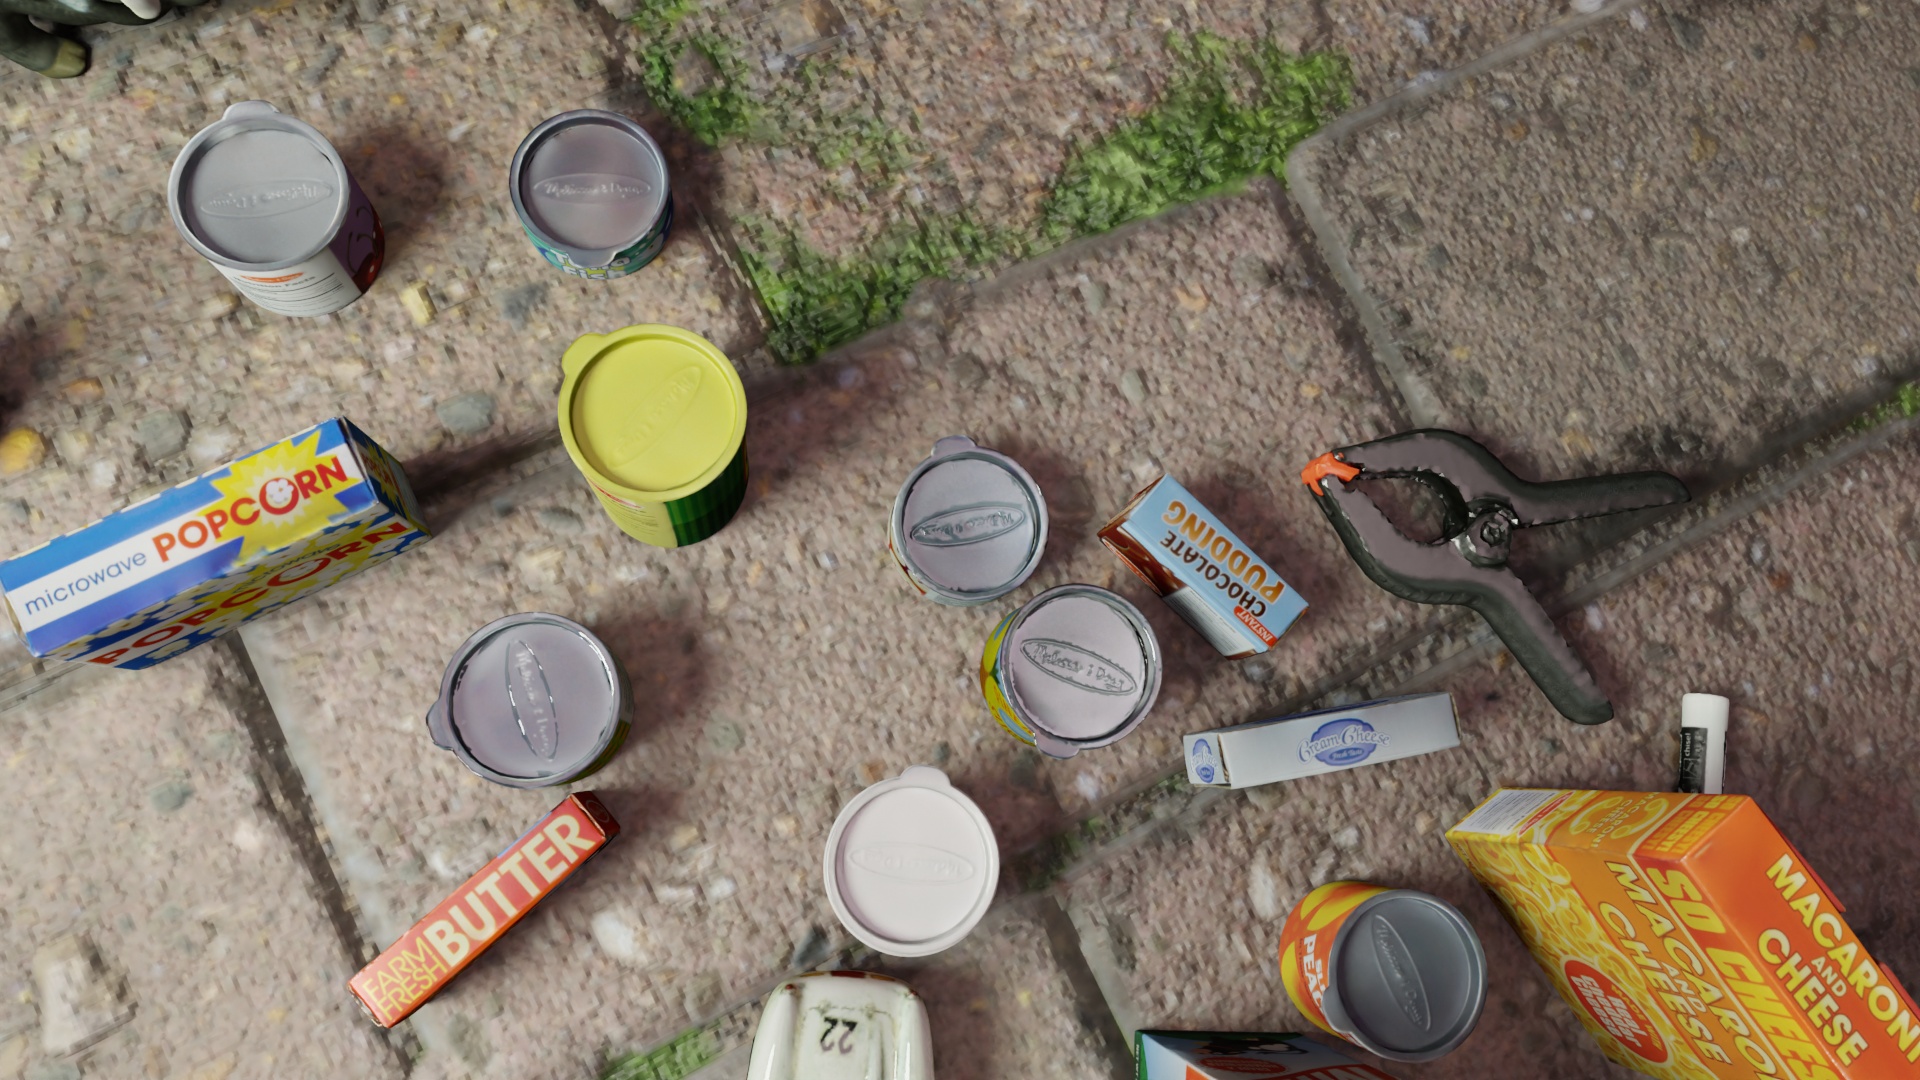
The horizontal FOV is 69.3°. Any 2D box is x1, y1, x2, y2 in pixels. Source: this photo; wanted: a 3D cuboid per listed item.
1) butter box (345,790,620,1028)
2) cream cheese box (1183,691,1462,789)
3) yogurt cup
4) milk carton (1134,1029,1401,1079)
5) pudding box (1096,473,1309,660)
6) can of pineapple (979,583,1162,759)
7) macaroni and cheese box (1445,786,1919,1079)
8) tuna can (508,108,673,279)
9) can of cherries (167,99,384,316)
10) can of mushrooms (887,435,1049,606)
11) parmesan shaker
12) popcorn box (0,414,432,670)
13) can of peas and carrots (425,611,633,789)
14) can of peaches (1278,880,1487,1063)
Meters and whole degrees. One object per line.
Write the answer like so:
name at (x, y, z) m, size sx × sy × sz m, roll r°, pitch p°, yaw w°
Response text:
butter box at (-0.179, 0.139, 0.532) m, size 0.104 × 0.053 × 0.024 m, roll -41°, pitch 88°, yaw -12°
cream cheese box at (0.151, 0.085, 0.588) m, size 0.104 × 0.053 × 0.024 m, roll -9°, pitch 82°, yaw -9°
yogurt cup at (-0.022, 0.128, 0.556) m, size 0.072 × 0.054 × 0.072 m, roll 1°, pitch 80°, yaw -8°
milk carton at (0.120, 0.224, 0.488) m, size 0.073 × 0.190 × 0.072 m, roll 3°, pitch 80°, yaw -7°
pudding box at (0.102, 0.013, 0.596) m, size 0.084 × 0.049 × 0.030 m, roll 43°, pitch 78°, yaw 1°
can of pineapple at (0.043, 0.055, 0.576) m, size 0.071 × 0.057 × 0.071 m, roll 1°, pitch 80°, yaw -8°
macaroni and cheese box at (0.275, 0.155, 0.535) m, size 0.040 × 0.166 × 0.124 m, roll -35°, pitch 87°, yaw -12°
tuna can at (-0.157, -0.145, 0.596) m, size 0.071 × 0.032 × 0.071 m, roll 1°, pitch 80°, yaw -8°
can of cherries at (-0.275, -0.133, 0.565) m, size 0.071 × 0.058 × 0.071 m, roll 1°, pitch 80°, yaw -8°
can of mushrooms at (0.002, -0.007, 0.594) m, size 0.071 × 0.033 × 0.071 m, roll 1°, pitch 80°, yaw -8°
parmesan shaker at (-0.119, -0.040, 0.547) m, size 0.071 × 0.103 × 0.071 m, roll 1°, pitch 80°, yaw -8°
popcorn box at (-0.276, 0.004, 0.526) m, size 0.127 × 0.085 × 0.038 m, roll -27°, pitch 85°, yaw -11°
can of peas and carrots at (-0.166, 0.065, 0.544) m, size 0.071 × 0.058 × 0.071 m, roll 1°, pitch 80°, yaw -8°
can of peaches at (0.170, 0.176, 0.572) m, size 0.071 × 0.058 × 0.071 m, roll 1°, pitch 80°, yaw -8°
